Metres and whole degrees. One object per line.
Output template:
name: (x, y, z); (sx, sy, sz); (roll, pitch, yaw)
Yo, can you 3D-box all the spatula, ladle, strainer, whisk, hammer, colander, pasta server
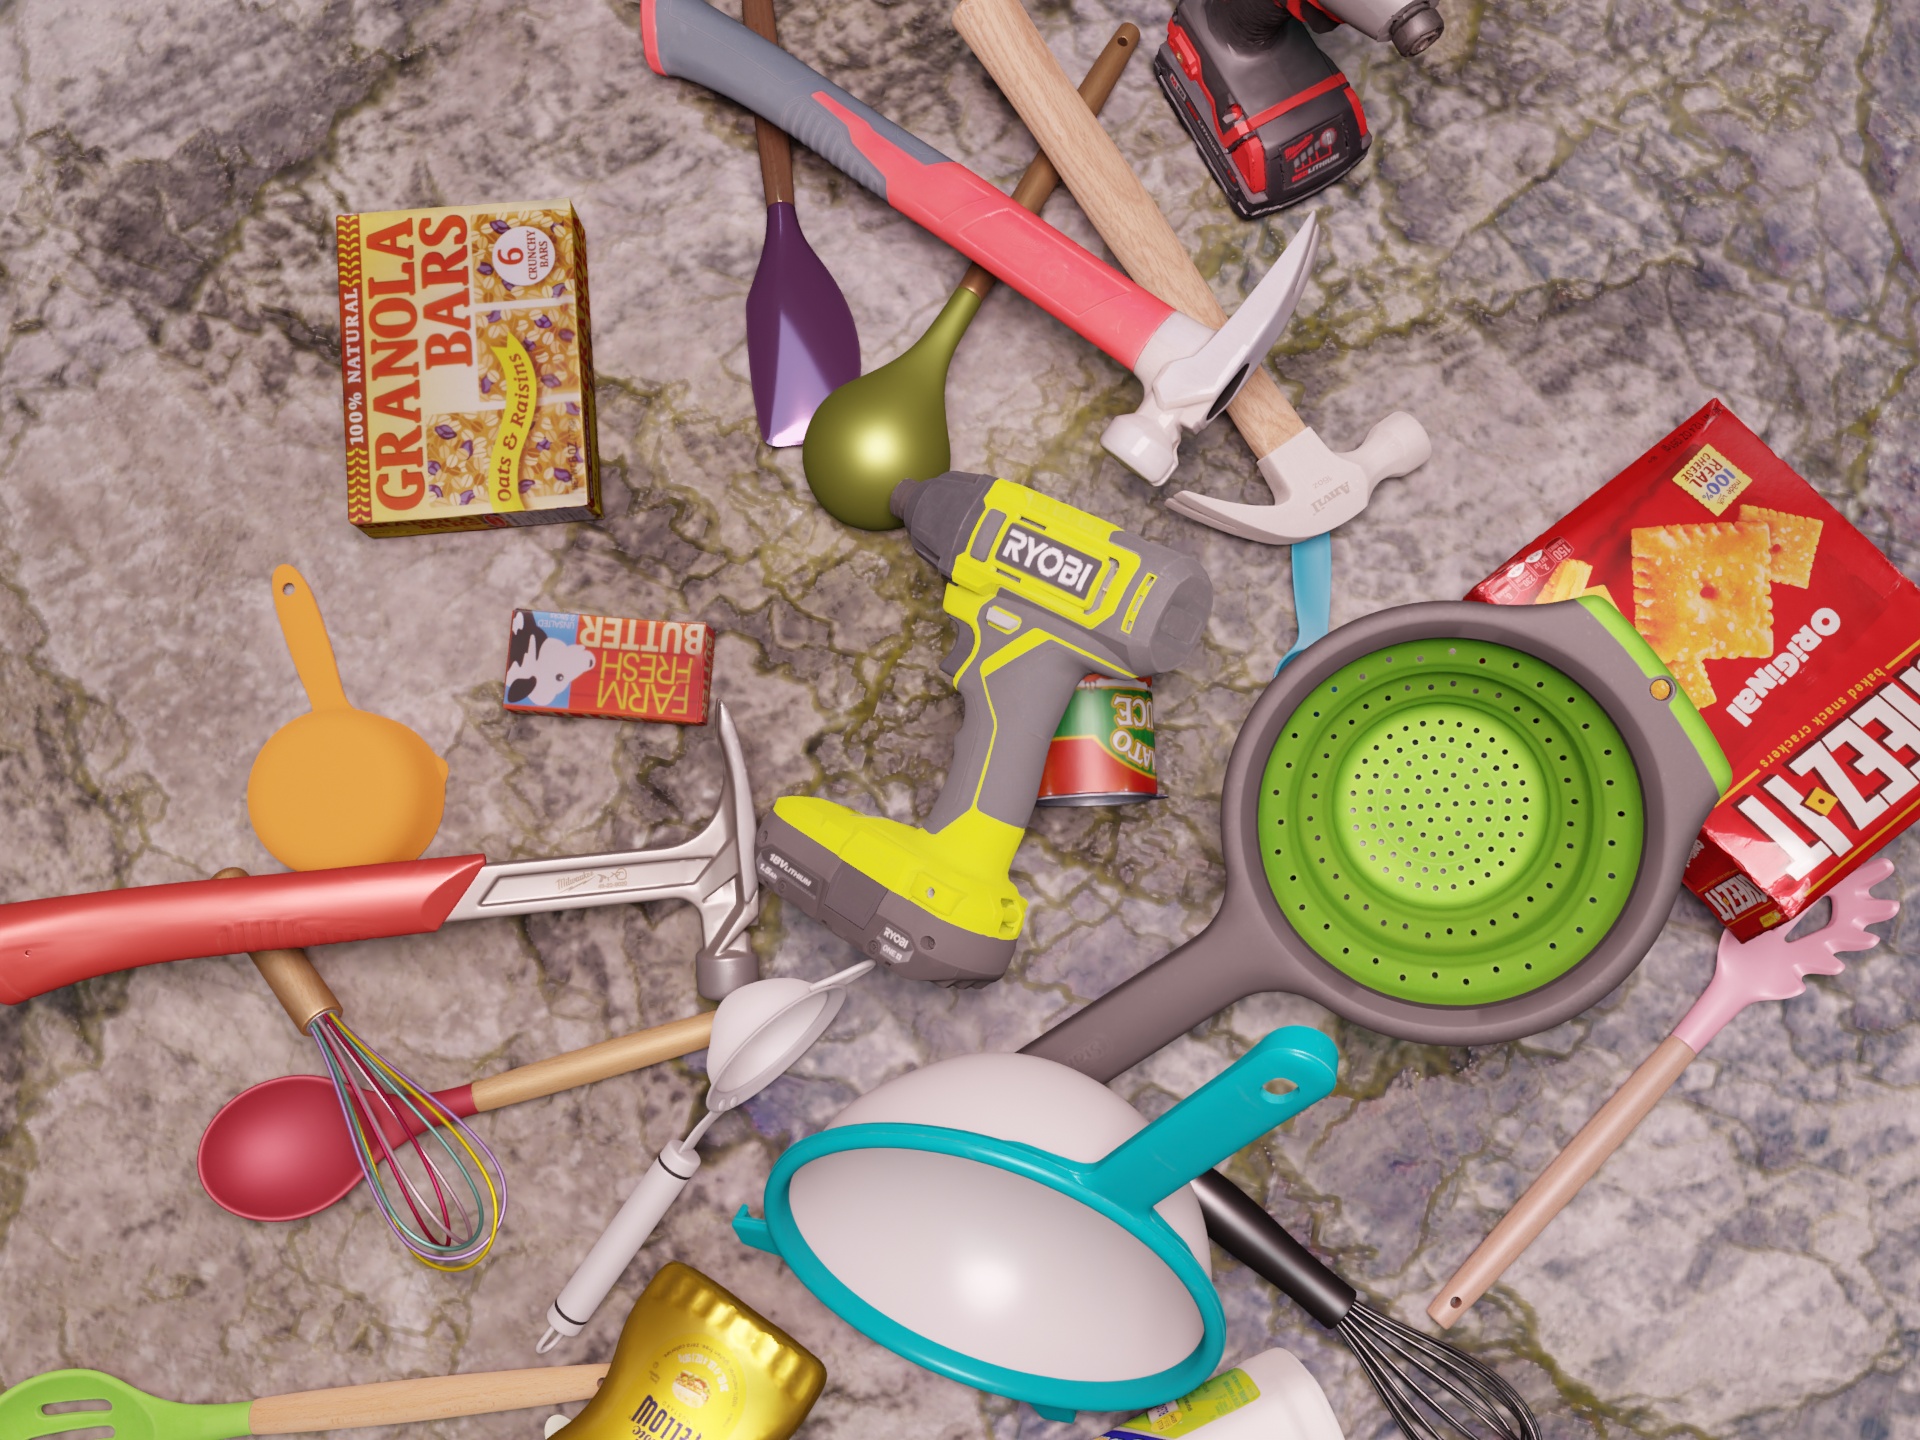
spatula: (-0.098, -0.302, 0.859); (0.059, 0.018, 0.316); (-7, 84, -5)
ladle: (0.015, -0.241, 0.846); (0.078, 0.062, 0.320); (30, 77, 0)
strainer: (-0.133, 0.205, 0.769); (0.050, 0.086, 0.258); (37, 95, 20)
strainer: (0.053, 0.182, 0.681); (0.211, 0.340, 0.095); (33, 44, -7)
whisk: (-0.298, 0.163, 0.761); (0.245, 0.051, 0.047); (45, 123, 22)
hammer: (0.100, -0.235, 0.821); (0.130, 0.031, 0.331); (-35, 90, -11)
colander: (0.167, 0.091, 0.783); (0.397, 0.094, 0.204); (-35, 84, 14)
hammer: (-0.276, 0.076, 0.754); (0.359, 0.037, 0.149); (-5, 94, -13)
hammer: (-0.009, -0.281, 0.797); (0.386, 0.038, 0.143); (39, 97, 17)
pasta server: (0.342, 0.180, 0.787); (0.060, 0.040, 0.316); (43, 85, 17)
whisk: (0.181, 0.287, 0.771); (0.239, 0.055, 0.055); (39, 84, 9)
ladle: (-0.216, 0.179, 0.791); (0.315, 0.031, 0.069); (-15, 78, -4)

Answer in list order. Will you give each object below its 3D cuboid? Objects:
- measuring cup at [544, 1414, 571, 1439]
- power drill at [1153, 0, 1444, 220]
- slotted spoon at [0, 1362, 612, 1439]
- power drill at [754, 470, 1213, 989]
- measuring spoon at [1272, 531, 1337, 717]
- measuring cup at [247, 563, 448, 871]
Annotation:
measuring cup: (-0.145, 0.404, 0.763); (0.083, 0.038, 0.168); (-40, 68, -9)
power drill: (0.164, -0.339, 0.763); (0.078, 0.219, 0.143); (-29, 83, -4)
slotted spoon: (-0.315, 0.337, 0.770); (0.313, 0.031, 0.070); (-6, 83, -3)
power drill: (-0.001, -0.002, 0.755); (0.171, 0.080, 0.223); (28, 95, 32)
measuring spoon: (0.182, -0.057, 0.832); (0.042, 0.021, 0.129); (3, 73, 0)
measuring cup: (-0.324, -0.002, 0.801); (0.095, 0.052, 0.174); (-20, 85, -3)
